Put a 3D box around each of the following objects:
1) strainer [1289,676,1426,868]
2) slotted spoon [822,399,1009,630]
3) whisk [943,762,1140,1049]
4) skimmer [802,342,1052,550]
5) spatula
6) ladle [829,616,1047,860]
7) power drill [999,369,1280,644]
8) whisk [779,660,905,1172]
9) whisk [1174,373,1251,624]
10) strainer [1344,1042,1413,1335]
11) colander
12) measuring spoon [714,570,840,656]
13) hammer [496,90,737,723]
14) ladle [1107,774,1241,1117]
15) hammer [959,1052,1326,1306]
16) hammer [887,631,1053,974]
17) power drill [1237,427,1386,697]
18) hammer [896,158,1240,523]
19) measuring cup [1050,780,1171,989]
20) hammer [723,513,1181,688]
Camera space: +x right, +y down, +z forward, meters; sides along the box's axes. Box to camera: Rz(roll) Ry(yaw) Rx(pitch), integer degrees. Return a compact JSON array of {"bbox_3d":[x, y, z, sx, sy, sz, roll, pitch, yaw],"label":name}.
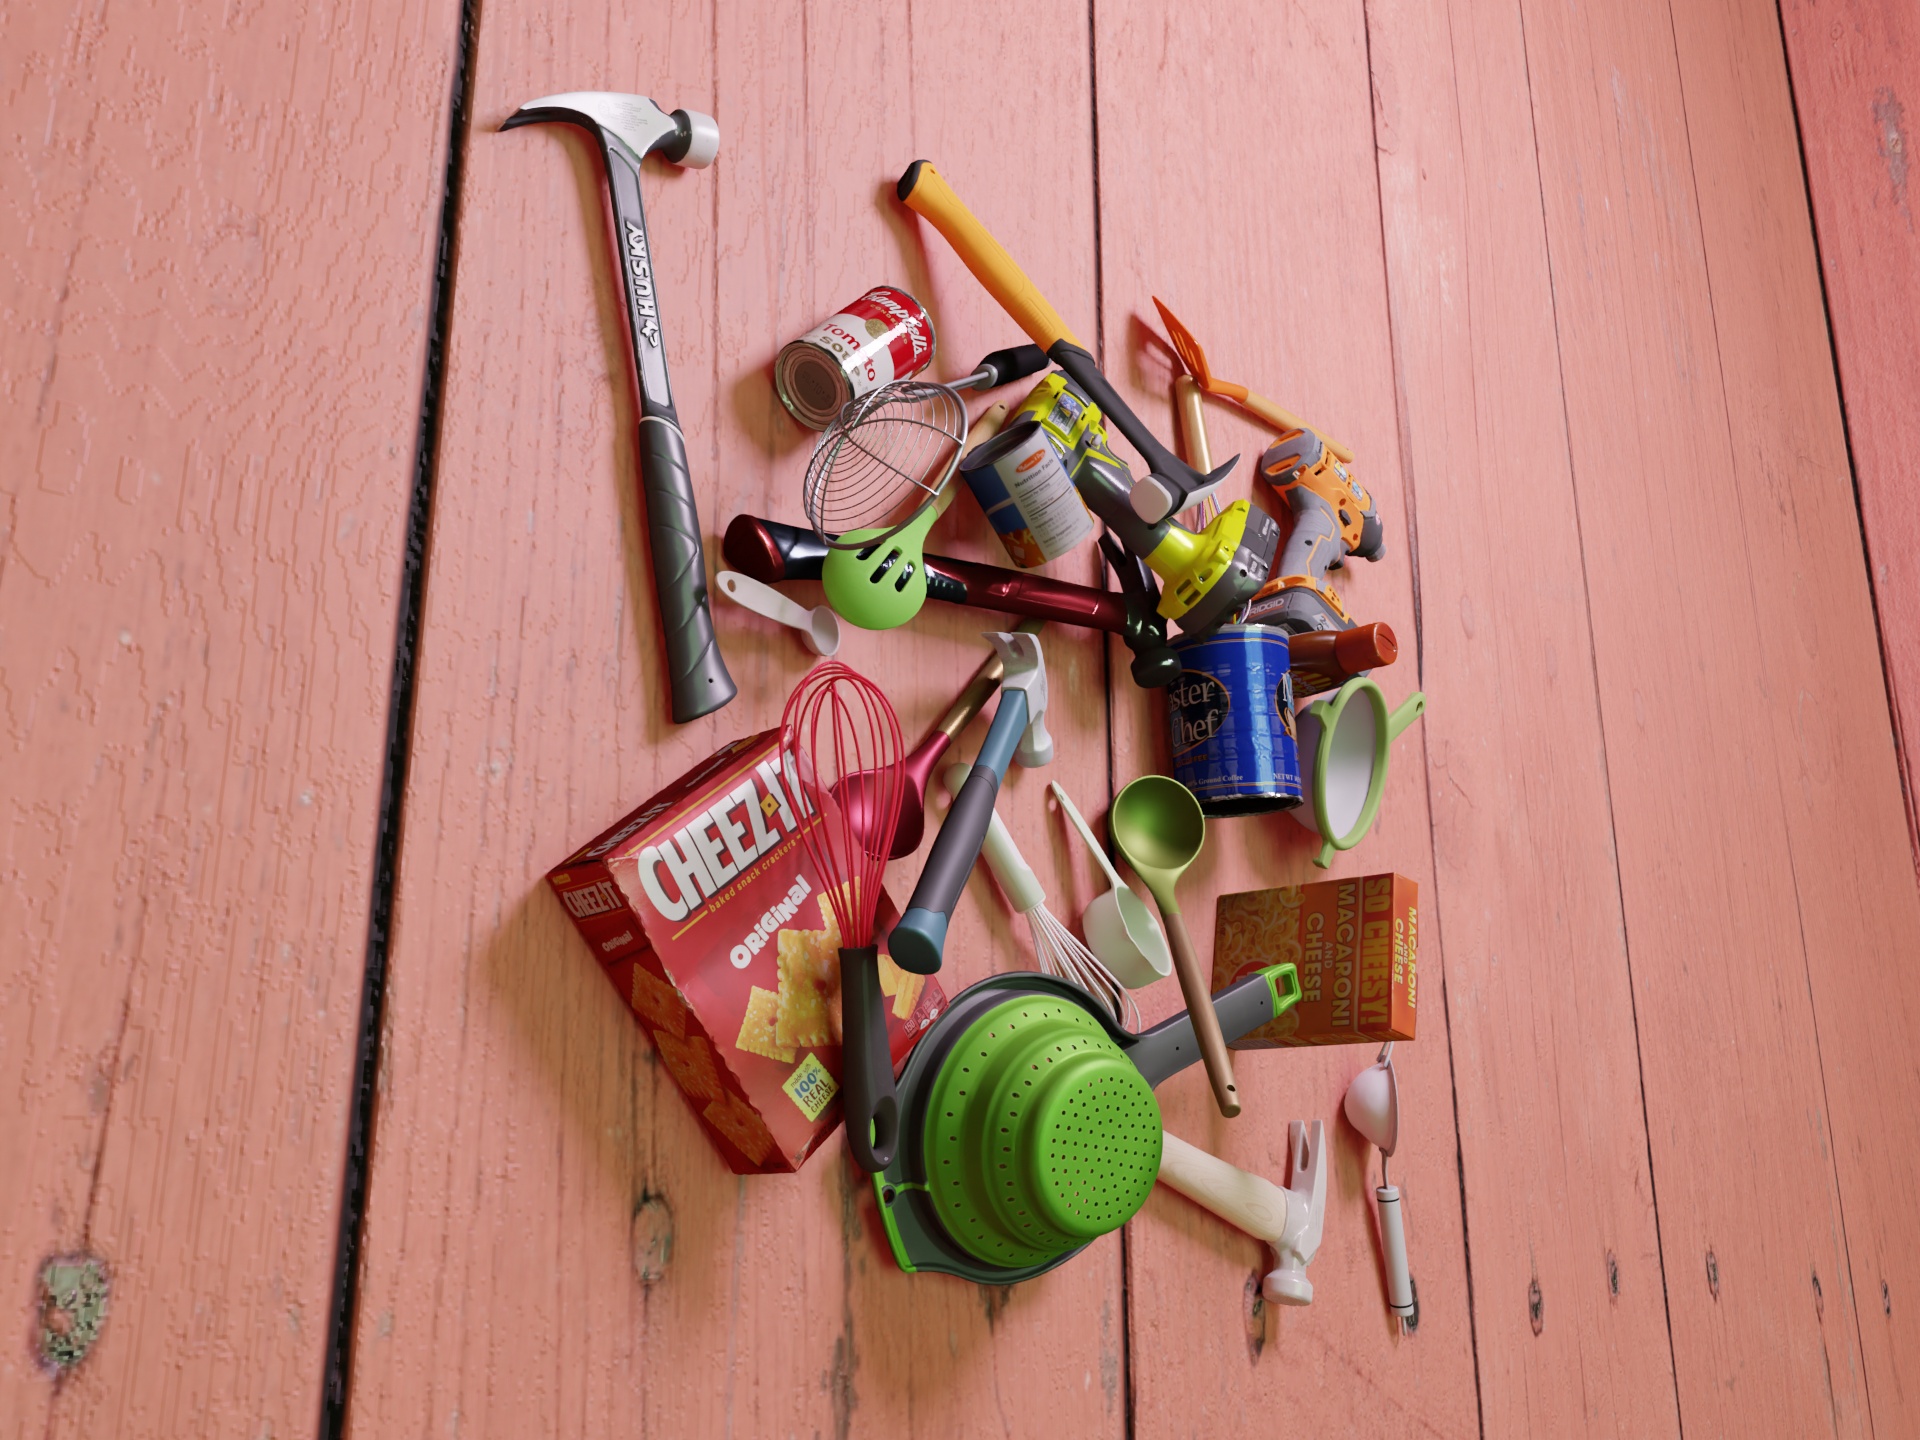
[{"bbox_3d":[0.346,0.018,1.427,0.256,0.069,0.151,-29,120,-50],"label":"strainer"},{"bbox_3d":[-0.017,-0.159,1.117,0.070,0.031,0.314,37,39,-7],"label":"slotted spoon"},{"bbox_3d":[0.055,0.137,1.132,0.246,0.059,0.058,61,10,-7],"label":"whisk"},{"bbox_3d":[0.004,-0.207,1.126,0.090,0.127,0.363,64,30,-8],"label":"skimmer"},{"bbox_3d":[0.280,-0.300,1.471,0.322,0.041,0.081,16,33,-43],"label":"spatula"},{"bbox_3d":[-0.002,-0.004,1.128,0.069,0.031,0.315,39,48,0],"label":"ladle"},{"bbox_3d":[0.136,-0.177,1.233,0.223,0.080,0.171,38,37,-8],"label":"power drill"},{"bbox_3d":[-0.060,0.112,0.921,0.073,0.073,0.296,-1,84,-44],"label":"whisk"},{"bbox_3d":[0.213,-0.185,1.383,0.047,0.051,0.245,21,58,-62],"label":"whisk"},{"bbox_3d":[0.363,0.397,1.361,0.087,0.050,0.258,41,42,-87],"label":"strainer"},{"bbox_3d":[0.124,0.247,1.071,0.397,0.094,0.204,-18,98,-36],"label":"colander"},{"bbox_3d":[-0.120,-0.070,1.022,0.124,0.018,0.034,26,60,-53],"label":"measuring spoon"},{"bbox_3d":[-0.193,-0.200,0.993,0.149,0.036,0.409,-3,81,-43],"label":"hammer"},{"bbox_3d":[0.160,0.149,1.120,0.078,0.062,0.320,13,30,-13],"label":"ladle"},{"bbox_3d":[0.138,0.305,1.172,0.410,0.038,0.146,33,56,-33],"label":"hammer"},{"bbox_3d":[0.012,0.049,1.018,0.331,0.033,0.128,-65,152,-56],"label":"hammer"},{"bbox_3d":[0.332,-0.137,1.453,0.164,0.084,0.227,38,51,-31],"label":"power drill"},{"bbox_3d":[0.072,-0.291,1.191,0.337,0.034,0.127,51,39,8],"label":"hammer"},{"bbox_3d":[0.099,0.124,1.187,0.168,0.038,0.083,60,18,11],"label":"measuring cup"},{"bbox_3d":[0.001,-0.112,1.144,0.386,0.038,0.143,8,56,-39],"label":"hammer"}]
